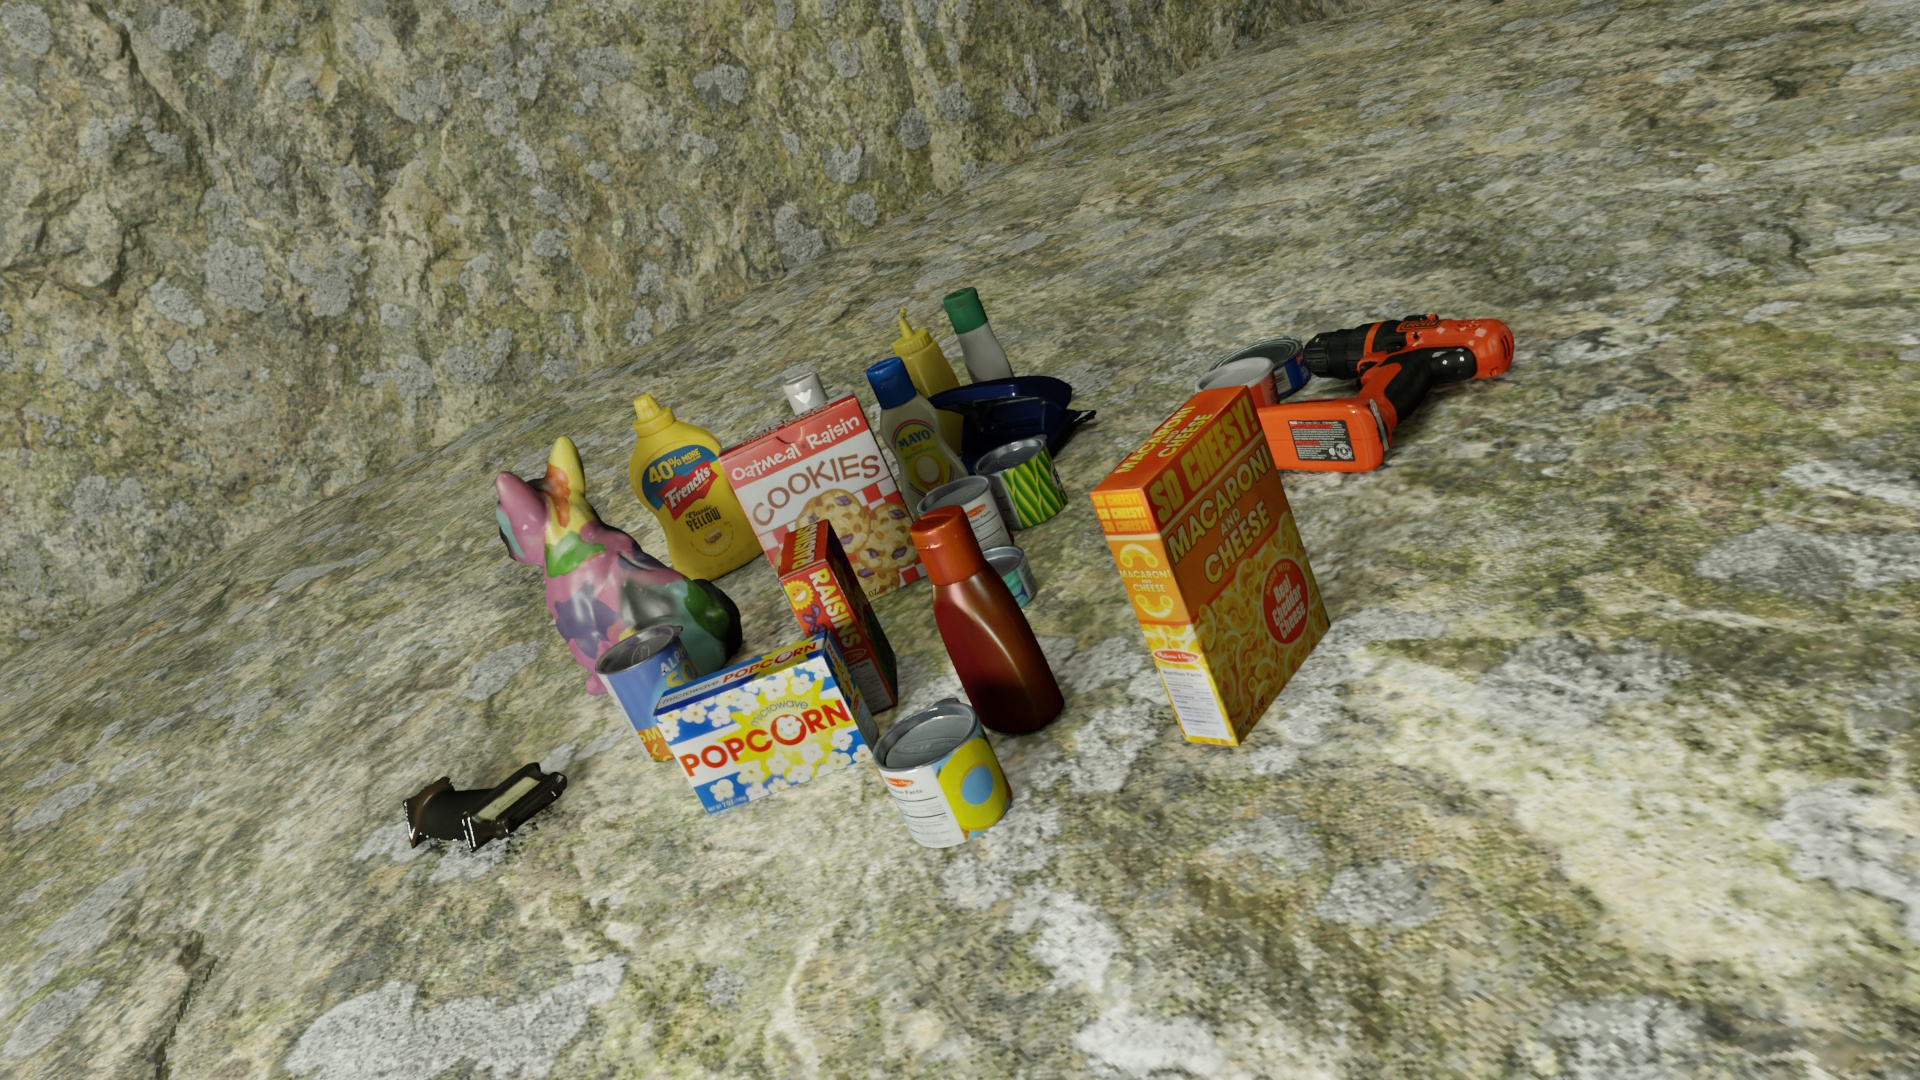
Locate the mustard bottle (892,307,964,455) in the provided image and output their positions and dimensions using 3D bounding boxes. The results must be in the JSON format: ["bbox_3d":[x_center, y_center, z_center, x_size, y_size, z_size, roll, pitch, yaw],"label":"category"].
[{"bbox_3d":[-0.034,-0.164,1.423,0.049,0.159,0.065,-32,22,-20],"label":"mustard bottle"}]

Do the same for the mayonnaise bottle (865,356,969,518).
[{"bbox_3d":[-0.043,-0.096,1.287,0.065,0.147,0.041,-22,20,5],"label":"mayonnaise bottle"}]

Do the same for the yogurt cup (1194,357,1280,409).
[{"bbox_3d":[0.238,-0.117,1.171,0.072,0.053,0.073,-21,21,8],"label":"yogurt cup"}]

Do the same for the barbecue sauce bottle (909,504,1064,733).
[{"bbox_3d":[0.012,0.050,0.871,0.065,0.148,0.044,-1,30,47],"label":"barbecue sauce bottle"}]

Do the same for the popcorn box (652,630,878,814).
[{"bbox_3d":[-0.130,0.123,0.934,0.126,0.085,0.038,-21,21,8],"label":"popcorn box"}]

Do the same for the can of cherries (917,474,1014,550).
[{"bbox_3d":[0.004,-0.015,1.164,0.071,0.058,0.072,-21,21,8],"label":"can of cherries"}]

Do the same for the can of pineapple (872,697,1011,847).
[{"bbox_3d":[-0.009,0.136,0.813,0.071,0.057,0.071,-21,21,8],"label":"can of pineapple"}]

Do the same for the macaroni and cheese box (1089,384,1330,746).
[{"bbox_3d":[0.146,0.013,0.794,0.040,0.166,0.124,-3,29,44],"label":"macaroni and cheese box"}]

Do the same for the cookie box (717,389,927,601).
[{"bbox_3d":[-0.110,-0.024,1.155,0.123,0.167,0.040,-25,20,-3],"label":"cookie box"}]

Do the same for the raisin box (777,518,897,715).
[{"bbox_3d":[-0.087,0.056,0.998,0.040,0.123,0.086,-22,20,5],"label":"raisin box"}]

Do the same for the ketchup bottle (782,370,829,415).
[{"bbox_3d":[-0.129,-0.094,1.371,0.065,0.148,0.044,-22,20,4],"label":"ketchup bottle"}]

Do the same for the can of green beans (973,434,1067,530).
[{"bbox_3d":[0.052,-0.049,1.197,0.071,0.057,0.071,-21,21,8],"label":"can of green beans"}]

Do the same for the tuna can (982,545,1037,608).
[{"bbox_3d":[0.021,0.035,1.062,0.071,0.032,0.071,-21,21,8],"label":"tuna can"}]

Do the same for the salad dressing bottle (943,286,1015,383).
[{"bbox_3d":[0.026,-0.189,1.438,0.044,0.147,0.064,-26,20,-5],"label":"salad dressing bottle"}]

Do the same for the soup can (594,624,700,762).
[{"bbox_3d":[-0.226,0.115,1.057,0.071,0.083,0.071,-21,21,8],"label":"soup can"}]
